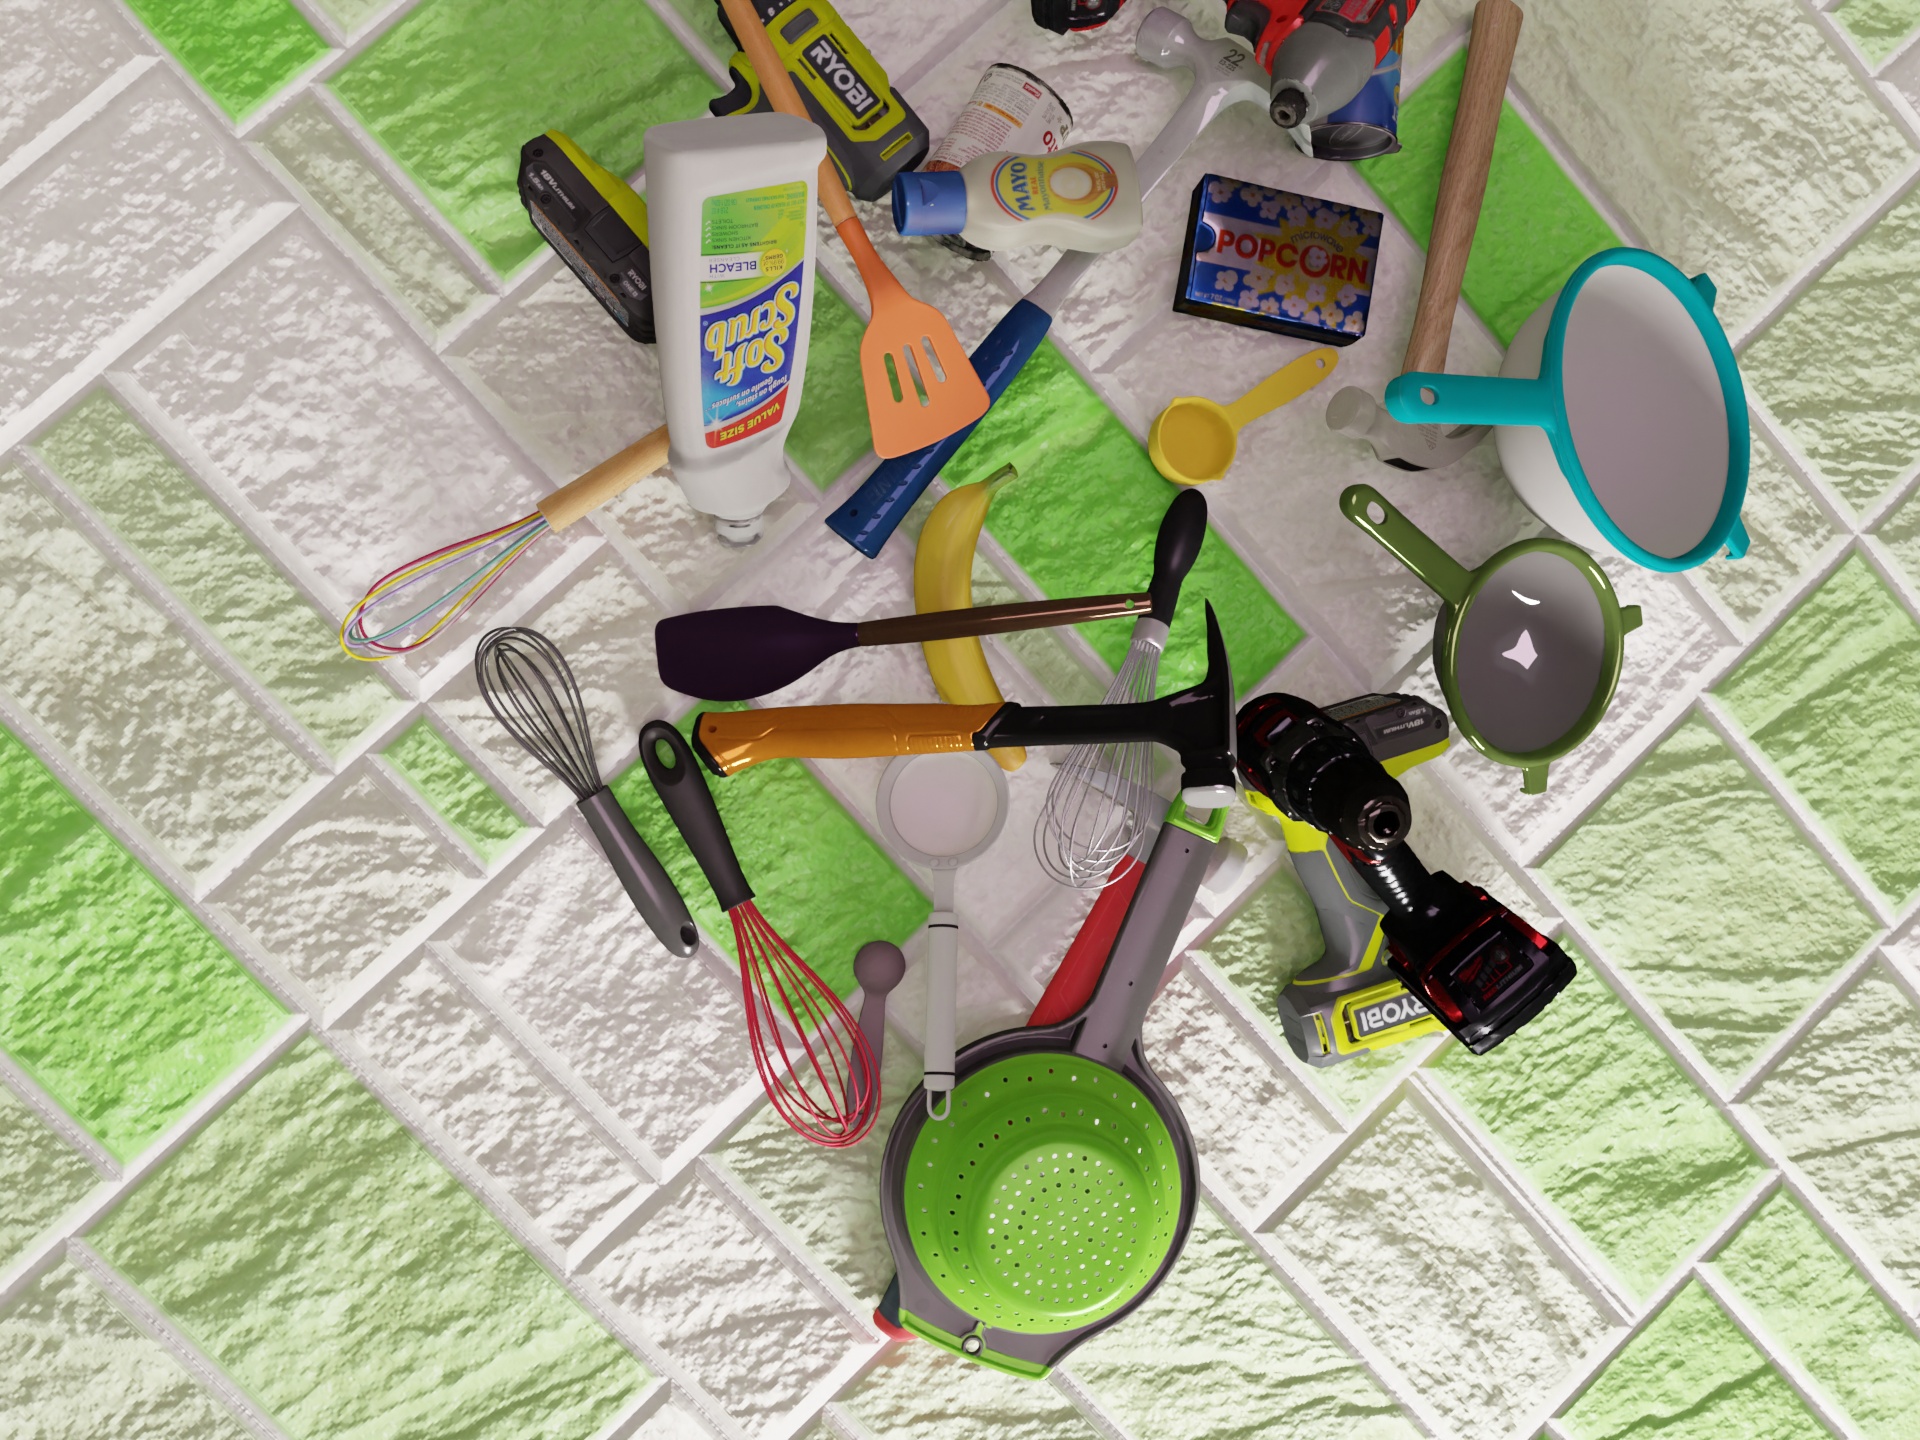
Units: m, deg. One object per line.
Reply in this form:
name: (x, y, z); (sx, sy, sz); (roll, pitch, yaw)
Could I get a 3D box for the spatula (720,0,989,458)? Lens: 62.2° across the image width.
spatula: (-0.081, -0.317, 0.952); (0.081, 0.041, 0.322); (-28, 94, -12)

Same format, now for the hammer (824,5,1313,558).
hammer: (0.060, -0.268, 1.016); (0.144, 0.035, 0.405); (38, 89, 22)

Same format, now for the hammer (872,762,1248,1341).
hammer: (0.036, 0.218, 1.035); (0.143, 0.038, 0.386); (30, 86, -7)

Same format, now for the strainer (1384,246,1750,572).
strainer: (0.367, -0.191, 1.016); (0.340, 0.095, 0.211); (-5, 87, -33)

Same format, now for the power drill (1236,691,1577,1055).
power drill: (0.255, 0.087, 0.919); (0.080, 0.188, 0.226); (-42, 106, 3)

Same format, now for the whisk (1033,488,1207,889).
whisk: (0.111, -0.026, 1.016); (0.070, 0.070, 0.285); (22, 71, -8)

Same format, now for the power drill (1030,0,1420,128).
power drill: (0.159, -0.448, 0.980); (0.220, 0.078, 0.143); (29, 68, 12)

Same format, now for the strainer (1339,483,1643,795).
strainer: (0.324, -0.075, 1.042); (0.256, 0.069, 0.151); (35, 83, -23)

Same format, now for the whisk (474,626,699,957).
whisk: (-0.228, 0.046, 0.993); (0.055, 0.055, 0.239); (-30, 100, -7)

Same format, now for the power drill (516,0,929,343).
power drill: (-0.158, -0.364, 0.982); (0.228, 0.080, 0.190); (-42, 97, -9)

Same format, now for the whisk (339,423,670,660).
whisk: (-0.275, -0.112, 0.988); (0.245, 0.051, 0.047); (-35, 116, -11)

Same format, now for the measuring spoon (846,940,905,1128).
measuring spoon: (-0.058, 0.205, 1.031); (0.034, 0.018, 0.124); (8, 90, -9)

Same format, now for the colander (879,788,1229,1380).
colander: (0.087, 0.221, 0.974); (0.204, 0.094, 0.397); (23, 87, -5)

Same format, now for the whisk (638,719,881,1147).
whisk: (-0.132, 0.134, 1.002); (0.073, 0.073, 0.296); (-26, 88, -8)

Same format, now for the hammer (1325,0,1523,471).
hammer: (0.331, -0.325, 1.064); (0.130, 0.031, 0.331); (18, 82, -31)

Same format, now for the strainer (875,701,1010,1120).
strainer: (-0.012, 0.119, 1.001); (0.087, 0.050, 0.259); (-1, 74, 8)

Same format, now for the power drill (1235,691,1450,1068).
power drill: (0.279, 0.101, 1.055); (0.171, 0.080, 0.223); (-16, 97, -7)

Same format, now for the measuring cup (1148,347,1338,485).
measuring cup: (0.190, -0.208, 1.066); (0.156, 0.029, 0.062); (-33, 95, -19)

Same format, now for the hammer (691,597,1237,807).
hammer: (-0.002, -0.003, 0.978); (0.337, 0.034, 0.127); (-3, 64, 11)

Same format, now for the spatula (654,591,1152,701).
spatula: (-0.038, -0.054, 0.996); (0.316, 0.018, 0.060); (-7, 93, 7)
